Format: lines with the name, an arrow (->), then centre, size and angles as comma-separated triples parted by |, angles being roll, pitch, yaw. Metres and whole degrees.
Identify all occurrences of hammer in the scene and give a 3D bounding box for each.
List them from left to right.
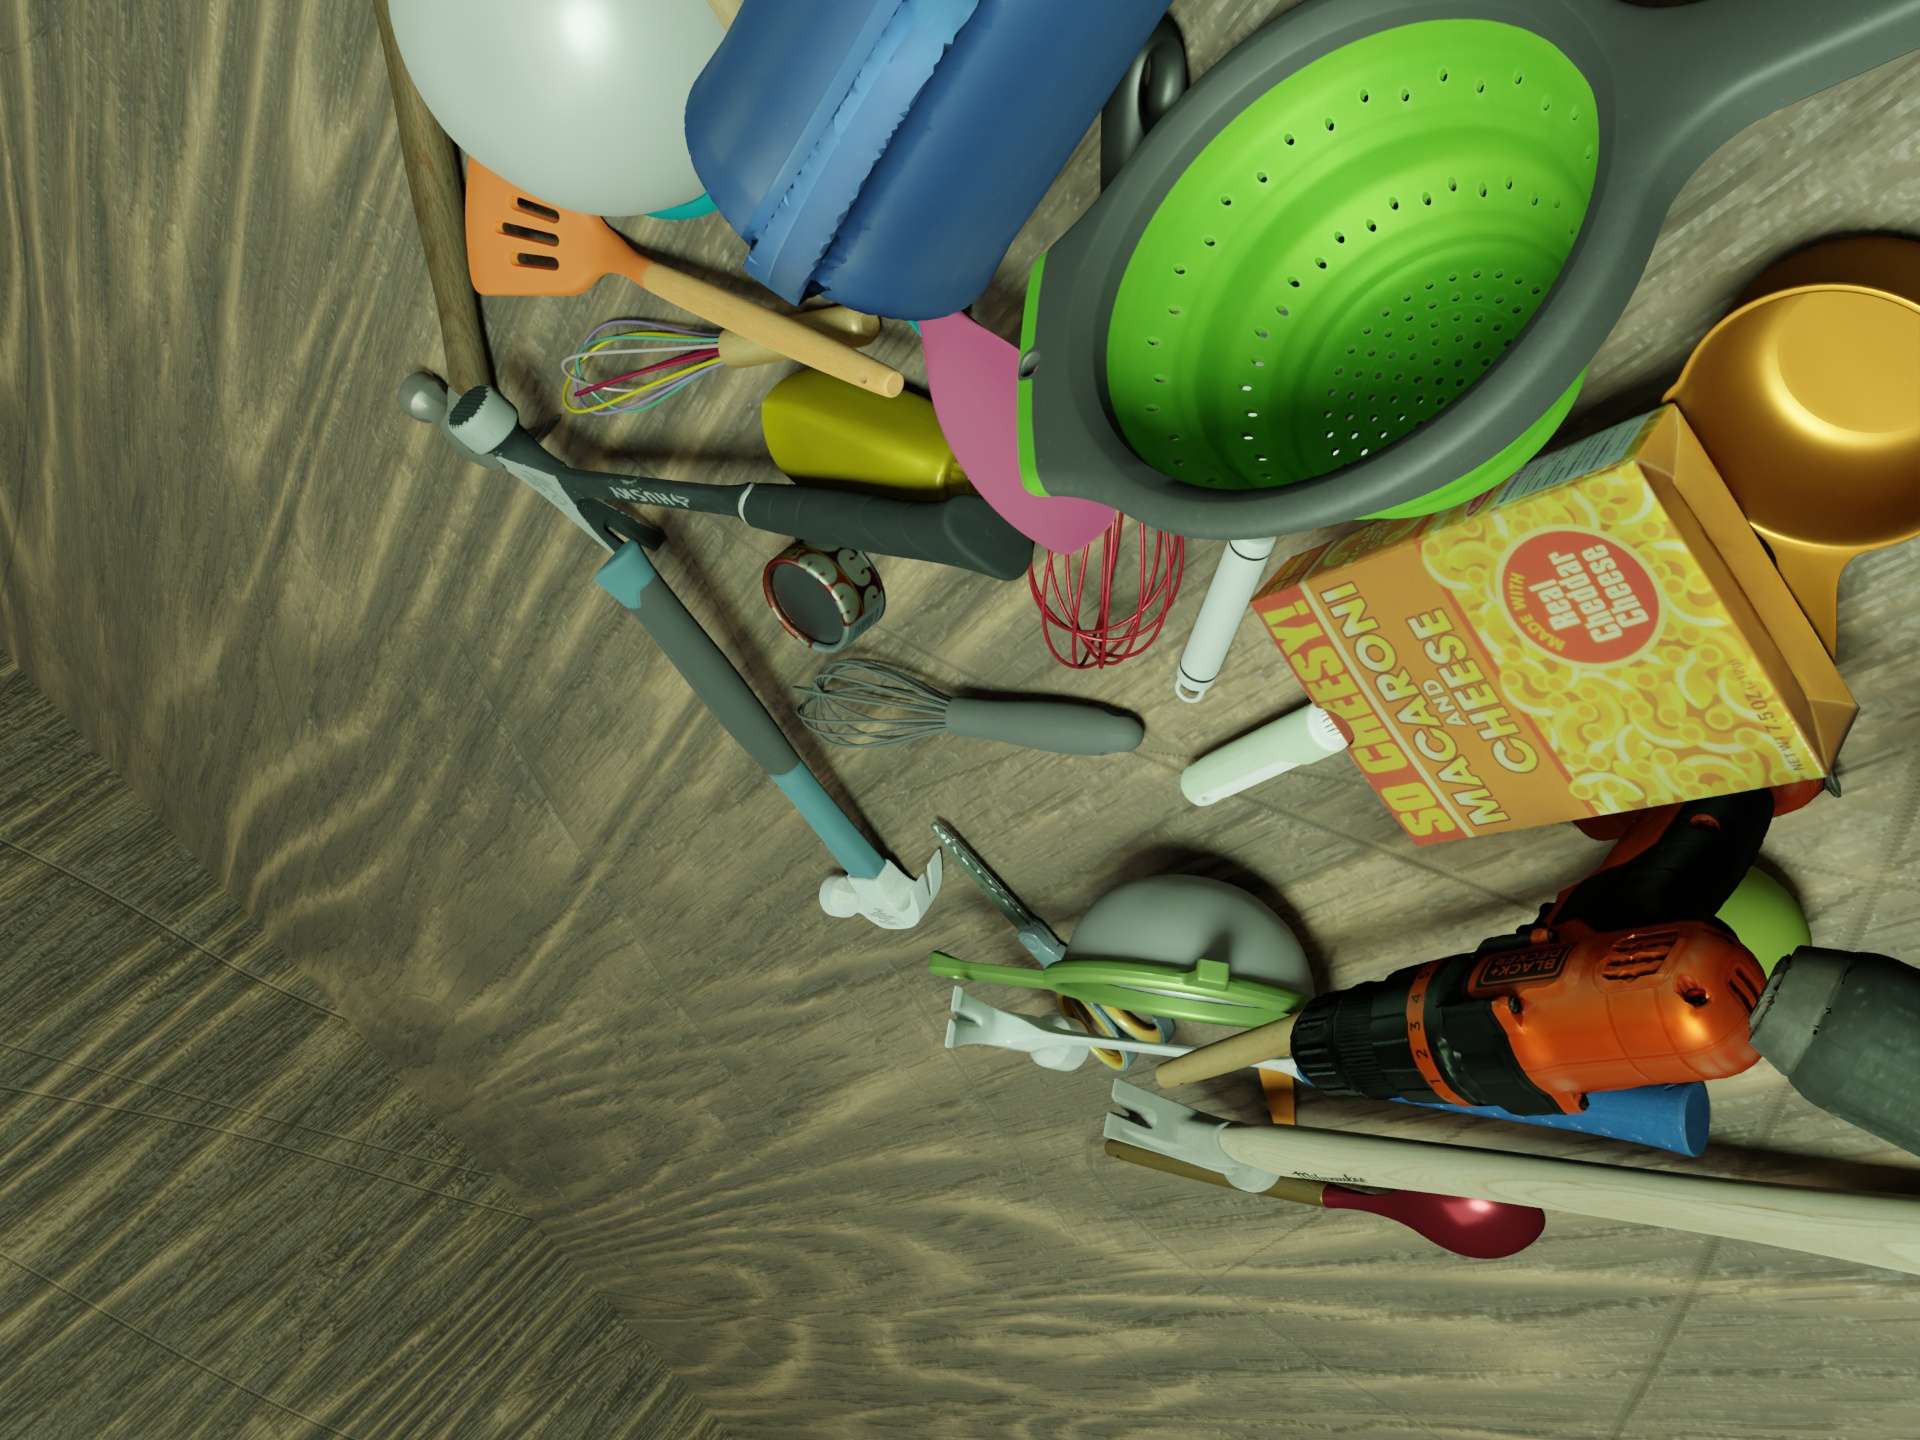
hammer -> -0.301, -0.284, 0.932 | 0.130, 0.031, 0.331 | 33, 144, 20
hammer -> -0.117, -0.111, 0.835 | 0.409, 0.036, 0.149 | 15, 159, 45
hammer -> -0.120, 0.019, 0.999 | 0.128, 0.033, 0.330 | 1, 137, 45
hammer -> 0.171, 0.182, 0.838 | 0.405, 0.035, 0.144 | -2, 163, 39
hammer -> 0.262, 0.222, 0.776 | 0.411, 0.038, 0.146 | -7, 153, 45

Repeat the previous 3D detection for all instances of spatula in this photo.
spatula -> -0.148, -0.216, 0.802 | 0.323, 0.041, 0.081 | 31, 125, 36

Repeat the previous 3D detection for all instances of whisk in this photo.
whisk -> -0.135, -0.190, 0.840 | 0.245, 0.047, 0.051 | 3, 126, 42
whisk -> -0.002, -0.004, 0.885 | 0.239, 0.055, 0.055 | 7, 130, 38
whisk -> 0.067, -0.138, 0.662 | 0.073, 0.073, 0.295 | 26, 136, 27
whisk -> 0.169, 0.001, 0.705 | 0.246, 0.057, 0.059 | -34, 63, 60

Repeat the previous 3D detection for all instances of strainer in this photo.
strainer -> -0.147, -0.272, 0.720 | 0.340, 0.095, 0.211 | 43, 146, 7
strainer -> 0.083, 0.120, 0.875 | 0.256, 0.069, 0.151 | -2, 162, 43
strainer -> 0.127, -0.081, 0.673 | 0.087, 0.050, 0.258 | 23, 146, 8

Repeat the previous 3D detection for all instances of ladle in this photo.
ladle -> 0.203, 0.283, 0.968 | 0.315, 0.031, 0.069 | -5, 131, 50
ladle -> 0.212, 0.131, 0.710 | 0.320, 0.078, 0.062 | -30, 58, 39

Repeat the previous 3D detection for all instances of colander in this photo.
colander -> 0.199, -0.153, 0.469 | 0.397, 0.205, 0.094 | -17, 147, 37

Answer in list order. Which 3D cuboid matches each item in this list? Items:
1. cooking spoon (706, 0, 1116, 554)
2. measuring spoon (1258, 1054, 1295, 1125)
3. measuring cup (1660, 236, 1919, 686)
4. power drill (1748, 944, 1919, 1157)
cooking spoon -> -0.034, -0.207, 0.657 | 0.068, 0.017, 0.319 | -32, 93, 47
measuring spoon -> 0.188, 0.212, 0.935 | 0.021, 0.011, 0.116 | 6, 127, 31
measuring cup -> 0.280, -0.069, 0.508 | 0.095, 0.052, 0.173 | 17, 138, 36
power drill -> 0.335, 0.063, 0.424 | 0.188, 0.227, 0.080 | 27, 141, 26
